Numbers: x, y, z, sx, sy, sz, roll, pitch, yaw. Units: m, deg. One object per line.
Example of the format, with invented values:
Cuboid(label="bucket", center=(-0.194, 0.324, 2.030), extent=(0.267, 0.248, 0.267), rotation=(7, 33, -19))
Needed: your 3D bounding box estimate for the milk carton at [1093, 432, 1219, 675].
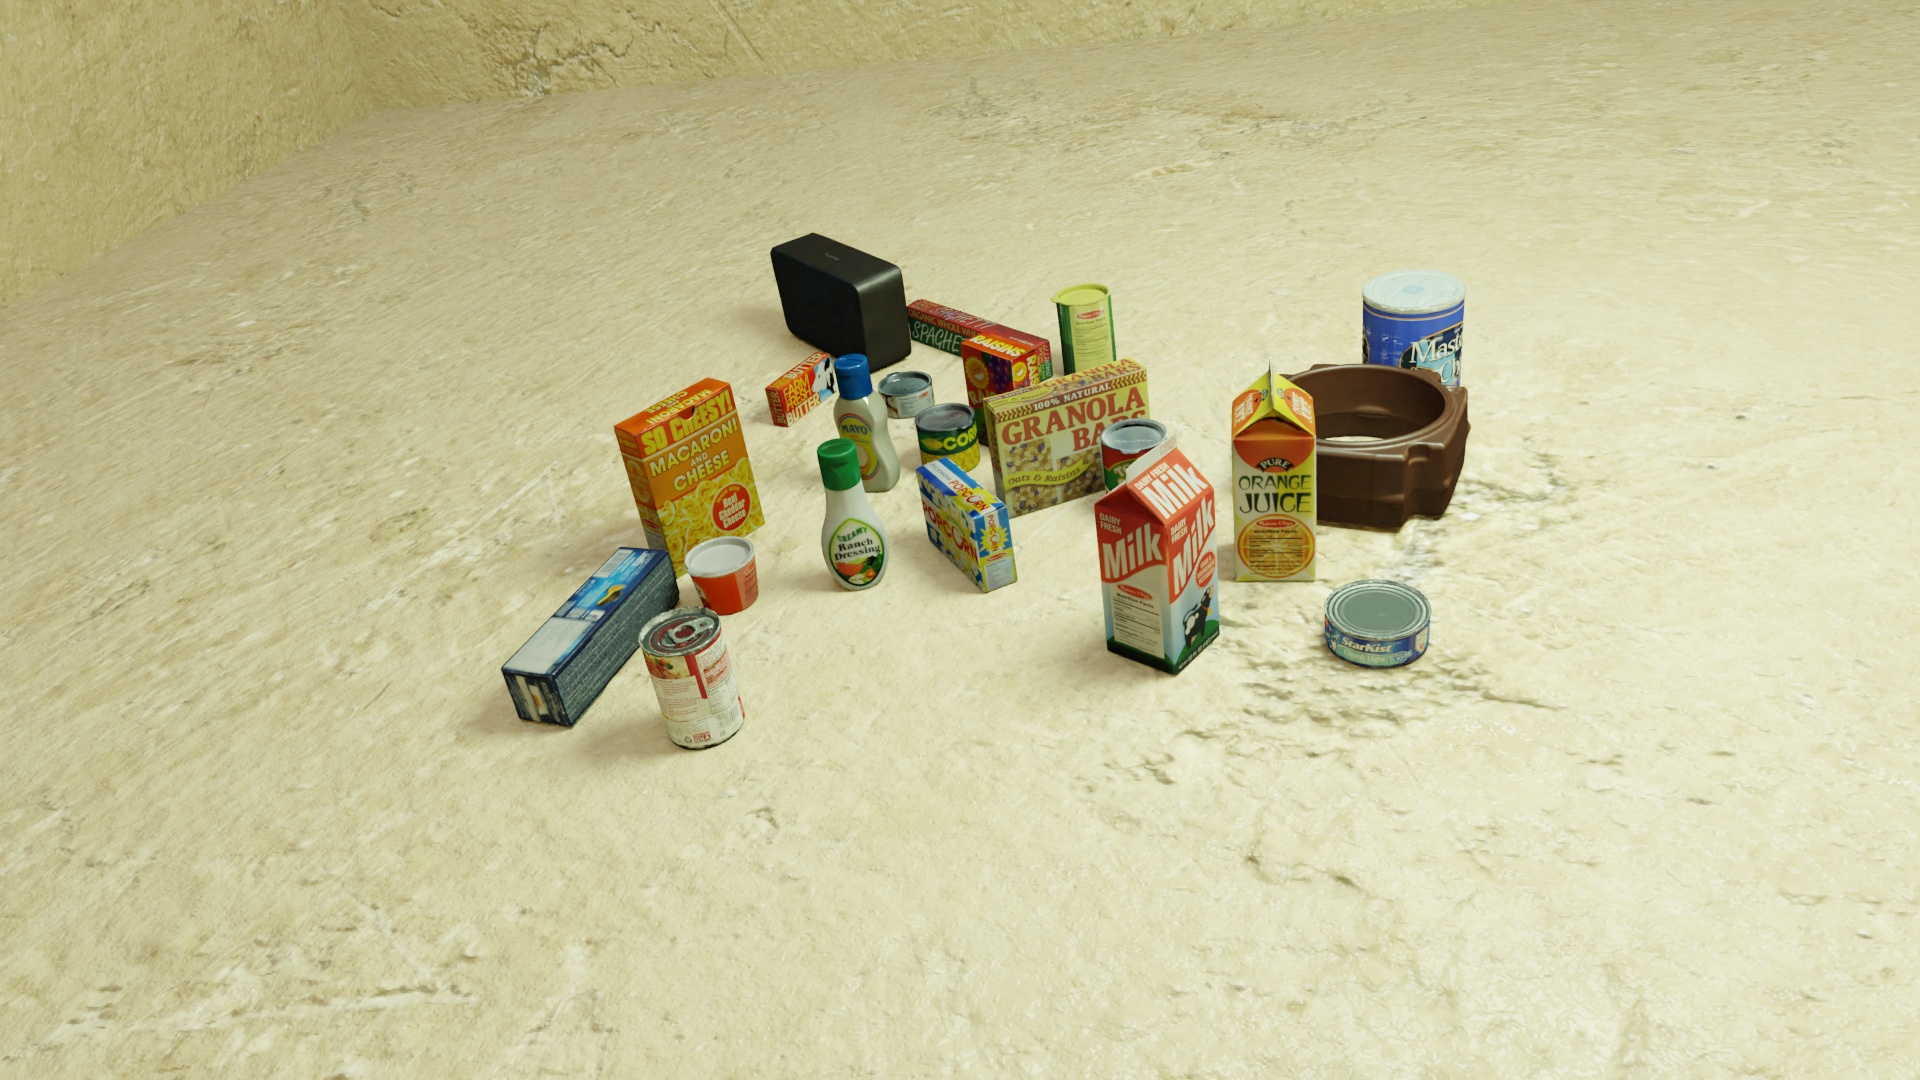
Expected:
Cuboid(label="milk carton", center=(0.164, 0.009, 1.152), extent=(0.073, 0.189, 0.073), rotation=(19, 41, 38))

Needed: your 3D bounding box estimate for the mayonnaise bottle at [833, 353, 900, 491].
Cuboid(label="mayonnaise bottle", center=(-0.105, -0.124, 1.477), extent=(0.065, 0.147, 0.041), rotation=(6, 34, 23))

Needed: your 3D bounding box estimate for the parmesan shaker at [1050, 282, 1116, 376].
Cuboid(label="parmesan shaker", center=(0.147, -0.246, 1.653), extent=(0.071, 0.102, 0.071), rotation=(-7, 31, 4))

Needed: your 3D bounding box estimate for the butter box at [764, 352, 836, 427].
Cuboid(label="butter box", center=(-0.193, -0.184, 1.686), extent=(0.024, 0.053, 0.104), rotation=(12, 37, 31))

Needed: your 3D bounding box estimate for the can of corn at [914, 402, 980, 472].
Cuboid(label="can of corn", center=(-0.012, -0.109, 1.514), extent=(0.071, 0.058, 0.071), rotation=(-7, 31, 4))

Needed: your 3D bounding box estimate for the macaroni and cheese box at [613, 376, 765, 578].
Cuboid(label="macaroni and cheese box", center=(-0.270, -0.064, 1.403), extent=(0.040, 0.165, 0.124), rotation=(19, 41, 38))

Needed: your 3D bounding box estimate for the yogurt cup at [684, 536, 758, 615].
Cuboid(label="yogurt cup", center=(-0.227, 0.035, 1.339), extent=(0.072, 0.053, 0.073), rotation=(-7, 31, 4))

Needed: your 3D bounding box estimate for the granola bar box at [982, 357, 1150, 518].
Cuboid(label="granola bar box", center=(0.111, -0.105, 1.413), extent=(0.166, 0.123, 0.039), rotation=(-17, 32, -13))

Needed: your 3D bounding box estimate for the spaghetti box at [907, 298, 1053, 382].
Cuboid(label="spaghetti box", center=(0.020, -0.253, 1.748), extent=(0.029, 0.050, 0.250), rotation=(-30, 37, -30))

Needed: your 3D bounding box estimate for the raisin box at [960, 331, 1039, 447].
Cuboid(label="raisin box", center=(0.048, -0.158, 1.515), extent=(0.040, 0.122, 0.086), rotation=(-29, 37, -30))

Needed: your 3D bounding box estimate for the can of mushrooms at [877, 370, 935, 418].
Cuboid(label="can of mushrooms", center=(-0.065, -0.175, 1.658), extent=(0.071, 0.033, 0.071), rotation=(-6, 31, 4))

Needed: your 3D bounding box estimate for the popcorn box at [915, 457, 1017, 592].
Cuboid(label="popcorn box", center=(0.005, -0.017, 1.334), extent=(0.038, 0.084, 0.127), rotation=(-21, 33, -19))

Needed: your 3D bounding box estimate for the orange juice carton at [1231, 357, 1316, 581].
Cuboid(label="orange juice carton", center=(0.278, -0.061, 1.234), extent=(0.073, 0.191, 0.072), rotation=(-1, 32, 13))

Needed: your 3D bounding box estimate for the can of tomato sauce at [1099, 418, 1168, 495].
Cuboid(label="can of tomato sauce", center=(0.175, -0.068, 1.377), extent=(0.071, 0.082, 0.071), rotation=(-7, 31, 4))

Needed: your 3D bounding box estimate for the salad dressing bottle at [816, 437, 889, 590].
Cuboid(label="salad dressing bottle", center=(-0.106, -0.025, 1.316), extent=(0.064, 0.147, 0.044), rotation=(-12, 31, -5))
